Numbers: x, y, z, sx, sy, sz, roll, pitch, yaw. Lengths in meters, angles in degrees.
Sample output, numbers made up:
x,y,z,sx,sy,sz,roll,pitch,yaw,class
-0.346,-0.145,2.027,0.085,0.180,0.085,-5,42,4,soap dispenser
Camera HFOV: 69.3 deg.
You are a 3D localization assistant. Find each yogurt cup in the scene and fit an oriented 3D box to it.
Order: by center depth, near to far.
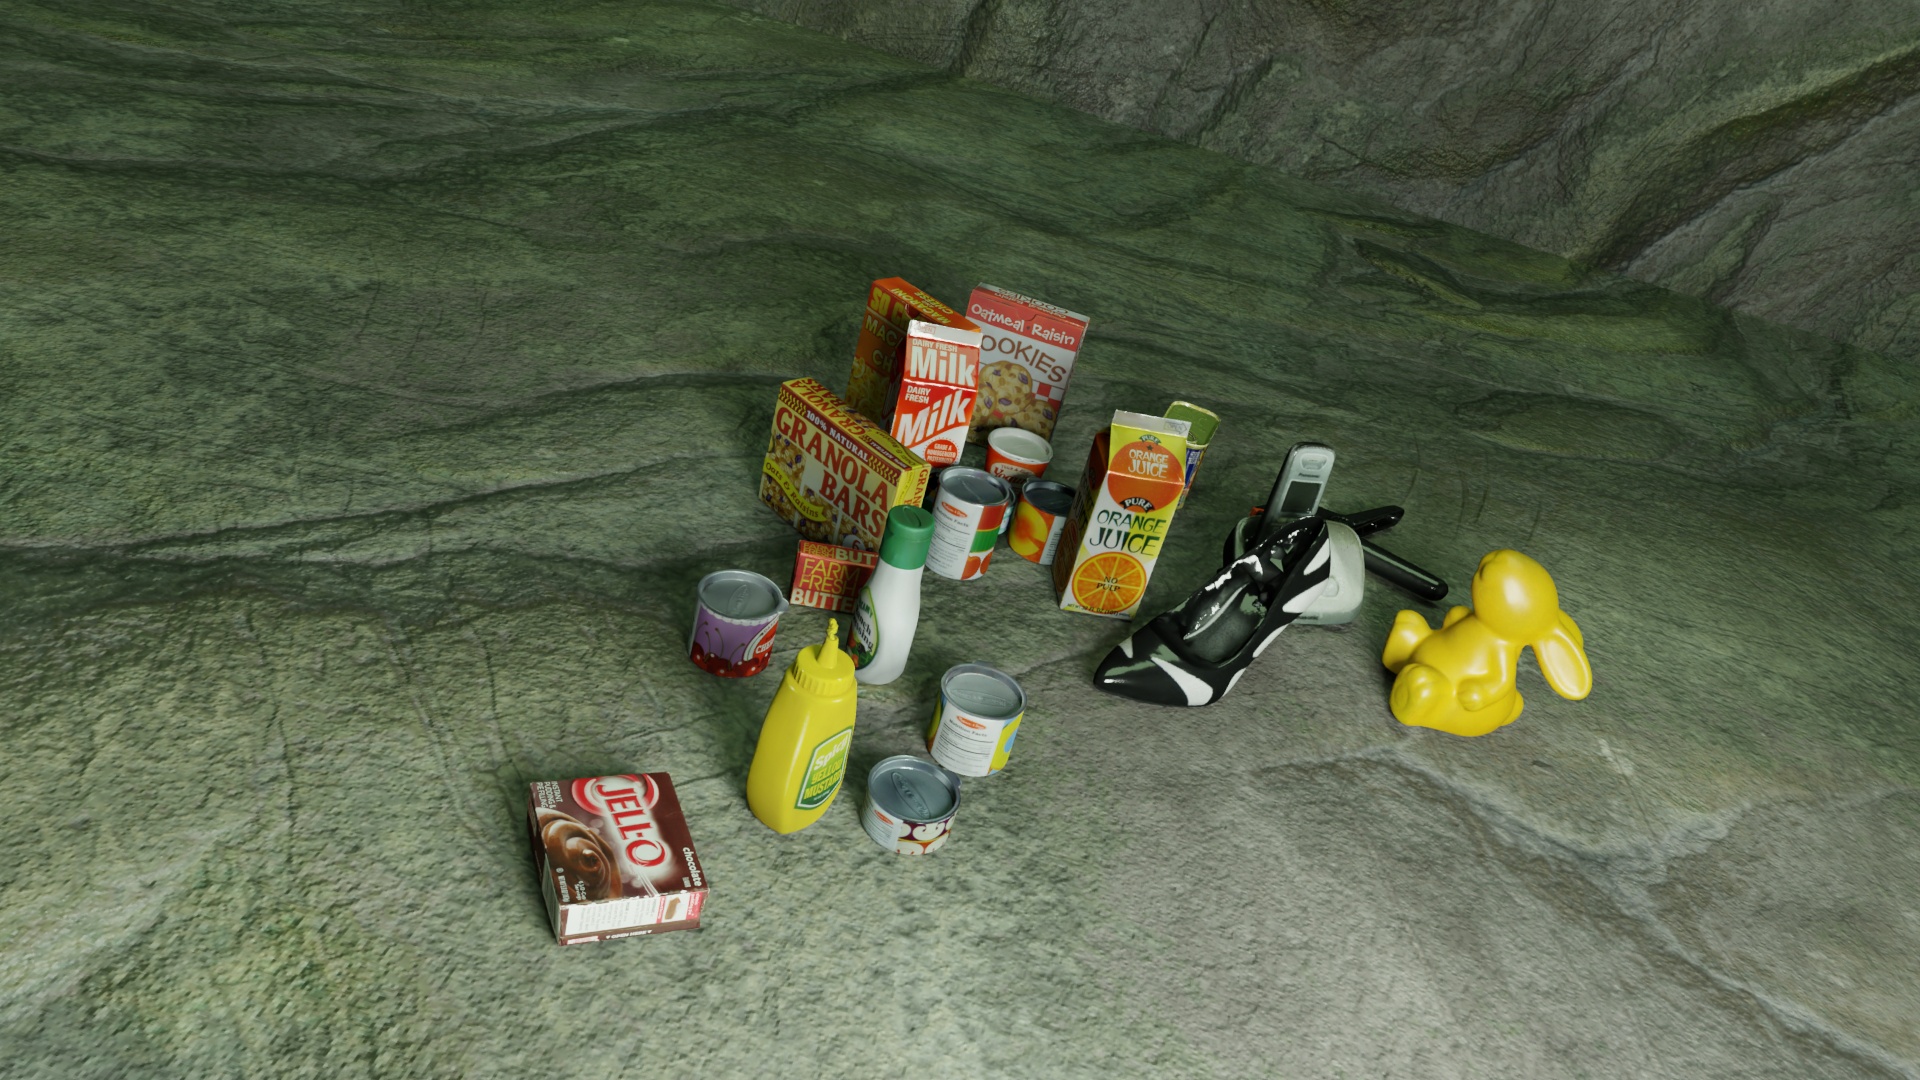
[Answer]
x,y,z,sx,sy,sz,roll,pitch,yaw,class
0.055,-0.077,1.420,0.072,0.053,0.073,12,30,-7,yogurt cup

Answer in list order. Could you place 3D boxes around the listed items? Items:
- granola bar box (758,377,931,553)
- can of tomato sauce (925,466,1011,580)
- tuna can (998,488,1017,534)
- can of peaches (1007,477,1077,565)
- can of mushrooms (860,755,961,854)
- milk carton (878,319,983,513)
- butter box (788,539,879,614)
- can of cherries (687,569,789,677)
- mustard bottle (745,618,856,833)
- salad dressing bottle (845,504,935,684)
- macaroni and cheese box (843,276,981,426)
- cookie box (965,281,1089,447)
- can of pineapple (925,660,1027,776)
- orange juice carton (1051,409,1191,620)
x,y,z,sx,sy,sz,roll,pitch,yaw,class
-0.107,-0.052,1.232,0.039,0.123,0.166,-17,44,-44,granola bar box
0.005,-0.016,1.267,0.071,0.082,0.071,12,30,-7,can of tomato sauce
0.020,-0.034,1.354,0.071,0.032,0.071,12,30,-7,tuna can
0.082,-0.019,1.333,0.071,0.057,0.071,12,30,-7,can of peaches
-0.033,0.184,0.968,0.071,0.033,0.071,12,30,-7,can of mushrooms
-0.034,-0.115,1.305,0.072,0.189,0.074,8,31,-14,milk carton
-0.090,0.035,1.168,0.103,0.052,0.024,11,30,-9,butter box
-0.172,0.065,1.073,0.071,0.058,0.072,12,30,-7,can of cherries
-0.099,0.120,0.918,0.049,0.159,0.065,32,33,25,mustard bottle
-0.054,0.042,1.079,0.044,0.146,0.064,0,34,-26,salad dressing bottle
-0.054,-0.163,1.399,0.124,0.165,0.040,36,35,30,macaroni and cheese box
0.053,-0.175,1.469,0.123,0.166,0.040,19,30,5,cookie box
0.012,0.134,1.048,0.071,0.057,0.071,12,30,-7,can of pineapple
0.144,-0.028,1.245,0.072,0.191,0.073,10,31,-11,orange juice carton
